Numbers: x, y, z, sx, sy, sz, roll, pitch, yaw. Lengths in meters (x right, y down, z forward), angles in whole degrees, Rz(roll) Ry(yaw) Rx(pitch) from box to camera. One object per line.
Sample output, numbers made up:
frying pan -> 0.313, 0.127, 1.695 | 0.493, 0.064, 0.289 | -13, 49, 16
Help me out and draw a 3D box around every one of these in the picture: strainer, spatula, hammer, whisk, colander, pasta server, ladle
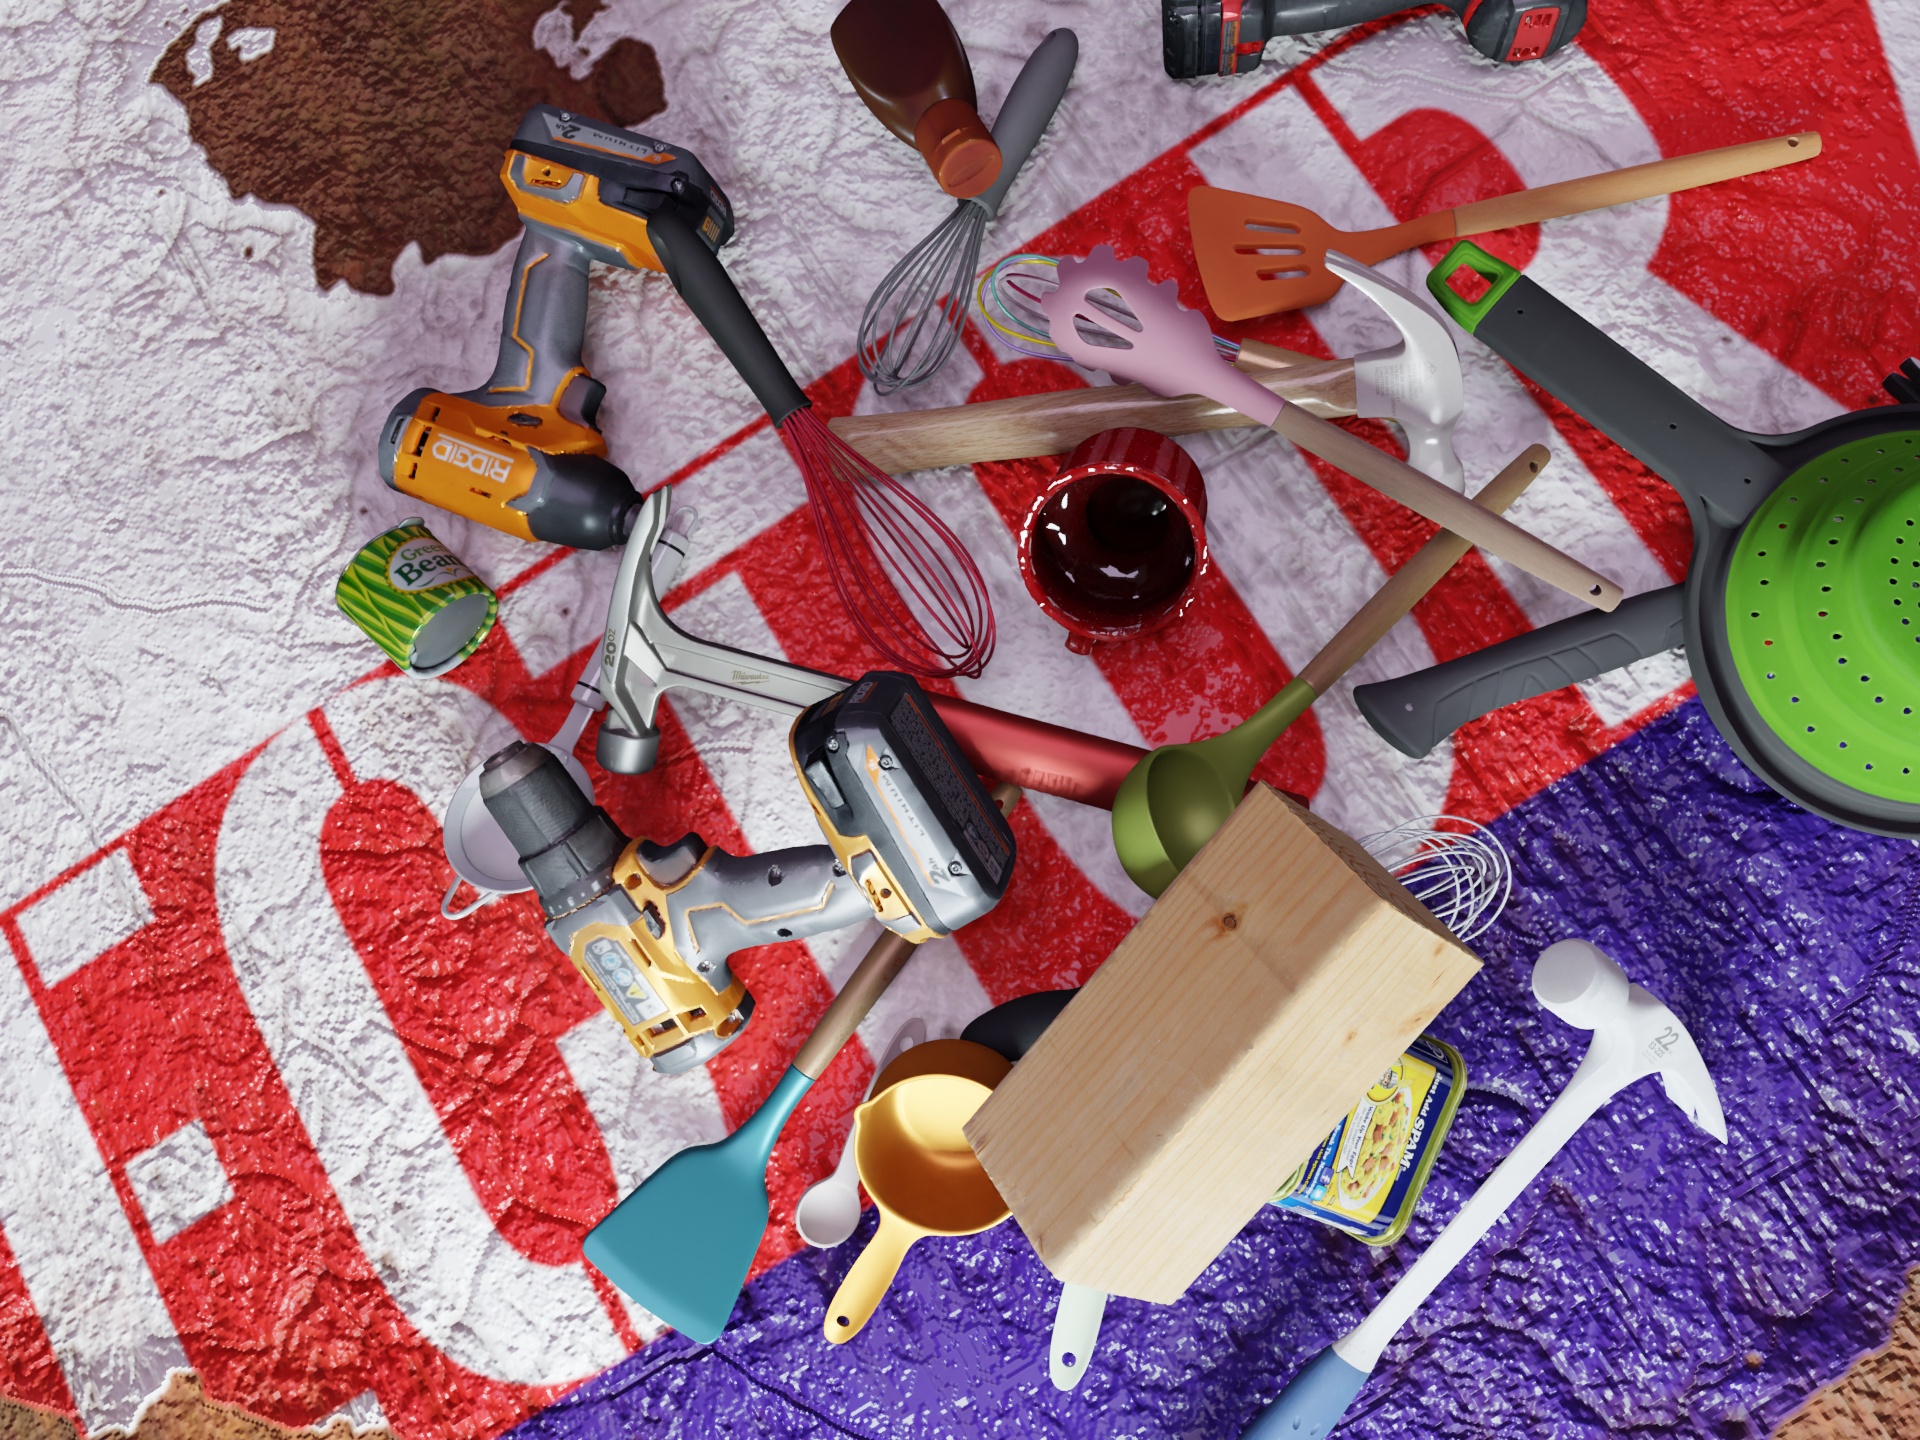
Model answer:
strainer -> -0.204, -0.005, 0.868 | 0.087, 0.050, 0.258 | 22, 79, 21
spatula -> -0.064, 0.160, 0.812 | 0.082, 0.044, 0.317 | 36, 86, 5
hammer -> -0.001, -0.003, 0.793 | 0.359, 0.037, 0.149 | 15, 110, 1
hammer -> 0.358, -0.060, 0.782 | 0.335, 0.035, 0.146 | -20, 78, 6
whisk -> 0.008, -0.283, 0.879 | 0.055, 0.055, 0.239 | 25, 80, 13
hammer -> 0.088, -0.162, 0.828 | 0.331, 0.031, 0.130 | -4, 116, 15
colander -> 0.379, -0.105, 0.719 | 0.397, 0.094, 0.204 | 42, 90, 13
spatula -> 0.282, -0.269, 0.829 | 0.322, 0.041, 0.081 | -11, 74, 7
pasta server -> 0.178, -0.137, 0.773 | 0.316, 0.040, 0.060 | 29, 113, 2
whisk -> 0.127, -0.202, 0.842 | 0.245, 0.051, 0.047 | 17, 39, 7
whisk -> -0.076, -0.143, 0.829 | 0.073, 0.073, 0.296 | -35, 90, 2
hammer -> 0.190, 0.286, 0.726 | 0.144, 0.035, 0.405 | 35, 97, -30
whisk -> 0.131, 0.117, 0.782 | 0.284, 0.070, 0.070 | -22, 77, 11
ladle -> 0.190, -0.032, 0.764 | 0.320, 0.062, 0.078 | -43, 107, -15

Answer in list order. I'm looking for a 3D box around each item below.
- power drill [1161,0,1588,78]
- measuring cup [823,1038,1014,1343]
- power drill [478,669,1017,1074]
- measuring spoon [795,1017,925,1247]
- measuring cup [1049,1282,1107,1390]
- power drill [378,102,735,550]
power drill -> 0.217, -0.423, 0.851 | 0.219, 0.078, 0.143 | -2, 80, 7
measuring cup -> -0.024, 0.235, 0.793 | 0.095, 0.052, 0.173 | 28, 110, -1
power drill -> -0.111, 0.057, 0.770 | 0.226, 0.084, 0.185 | -27, 104, 21
measuring spoon -> -0.050, 0.209, 0.816 | 0.034, 0.018, 0.124 | 31, 78, -22
measuring cup -> 0.072, 0.240, 0.778 | 0.083, 0.038, 0.167 | 14, 85, 12
power drill -> -0.209, -0.208, 0.885 | 0.164, 0.084, 0.226 | 21, 89, 12
